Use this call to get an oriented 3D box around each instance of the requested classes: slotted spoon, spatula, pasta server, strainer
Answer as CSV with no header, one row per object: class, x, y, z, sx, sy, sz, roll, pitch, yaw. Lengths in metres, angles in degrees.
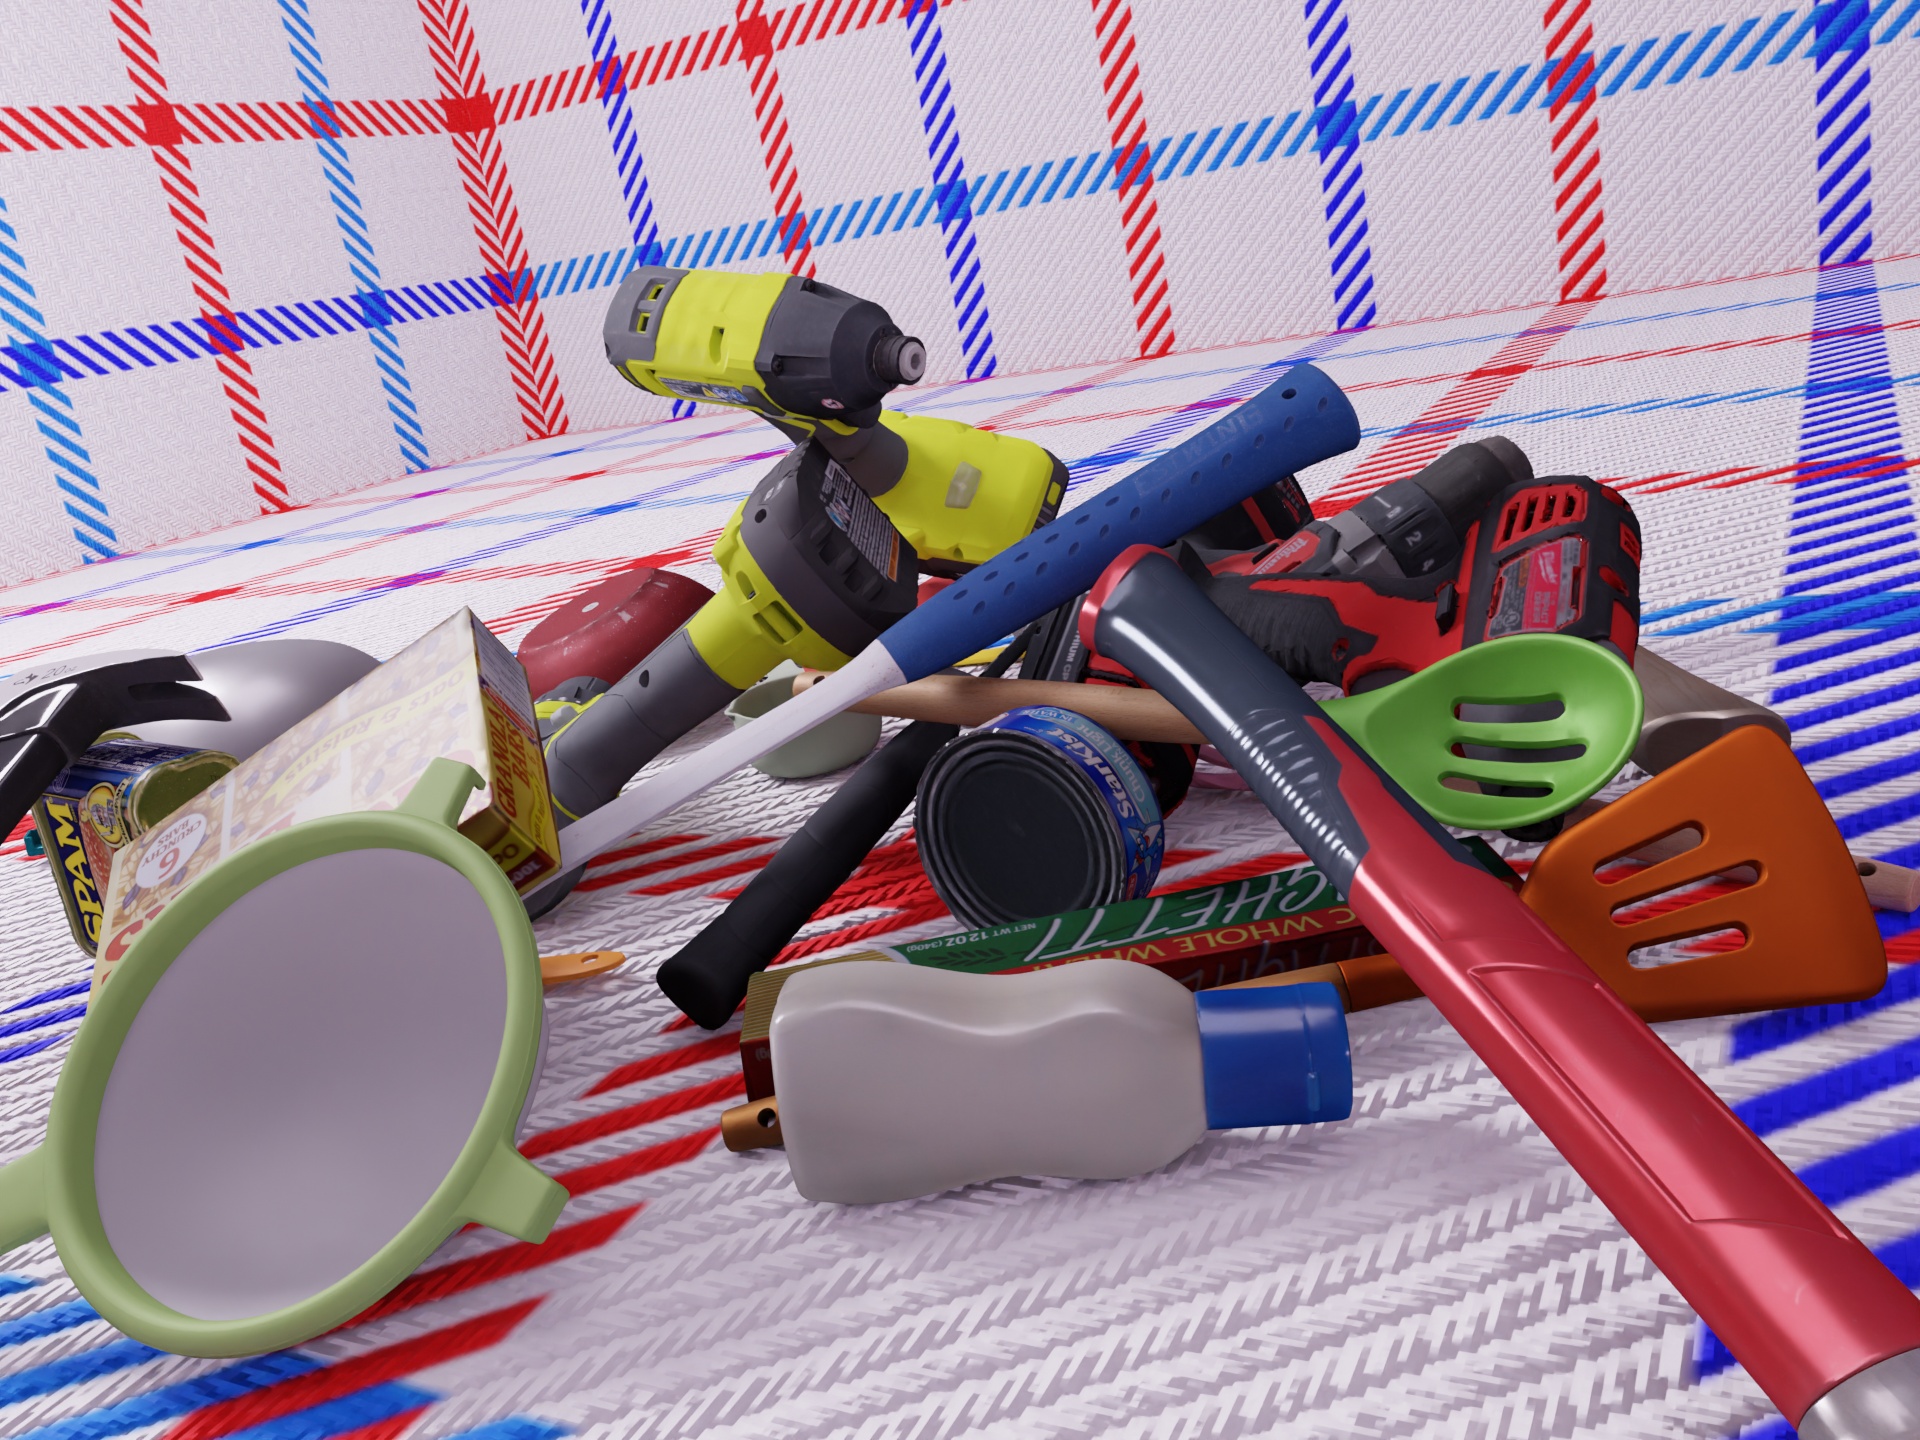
slotted spoon,0.071,-0.003,0.556,0.314,0.031,0.070,4,62,30
spatula,0.086,0.079,0.455,0.322,0.081,0.041,-14,-23,2
pasta server,0.183,0.024,0.594,0.316,0.040,0.060,13,60,49
strainer,-0.354,0.002,0.888,0.340,0.095,0.211,-3,18,28
strainer,-0.221,0.130,0.457,0.256,0.069,0.152,-27,55,4

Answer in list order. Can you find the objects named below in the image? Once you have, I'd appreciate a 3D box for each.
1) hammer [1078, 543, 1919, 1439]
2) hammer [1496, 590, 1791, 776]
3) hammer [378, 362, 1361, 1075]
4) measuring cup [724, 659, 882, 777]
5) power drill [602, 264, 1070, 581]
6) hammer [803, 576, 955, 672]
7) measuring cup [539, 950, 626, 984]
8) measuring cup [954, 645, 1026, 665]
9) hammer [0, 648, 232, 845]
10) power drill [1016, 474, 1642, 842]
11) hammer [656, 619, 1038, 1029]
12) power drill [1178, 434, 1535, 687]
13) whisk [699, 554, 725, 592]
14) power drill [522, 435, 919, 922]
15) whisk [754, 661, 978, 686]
hammer,0.133,0.042,0.403,0.143,0.038,0.387,-13,32,-11
hammer,0.285,-0.049,0.777,0.146,0.038,0.411,-9,17,-1
hammer,-0.037,-0.020,0.585,0.405,0.035,0.144,-31,39,-6
measuring cup,-0.092,-0.008,0.858,0.083,0.038,0.168,-15,18,-15
power drill,-0.045,-0.145,0.787,0.171,0.080,0.223,15,-9,35
hammer,0.000,-0.068,0.916,0.149,0.036,0.359,8,16,12
measuring cup,-0.213,0.080,0.620,0.173,0.052,0.095,-7,17,18
measuring cup,-0.003,-0.049,0.956,0.156,0.029,0.062,-6,17,21
hammer,-0.376,0.084,0.551,0.146,0.035,0.335,-13,36,12
power drill,0.135,-0.015,0.595,0.220,0.078,0.143,-5,49,31
hammer,-0.001,-0.002,0.683,0.149,0.036,0.409,-42,3,39
power drill,0.175,-0.093,0.828,0.188,0.080,0.227,-35,19,3
whisk,-0.102,-0.092,1.125,0.070,0.070,0.285,-21,24,-31
power drill,-0.129,-0.023,0.723,0.228,0.080,0.191,-38,17,13
whisk,-0.060,-0.028,0.904,0.055,0.055,0.239,-23,25,-35
